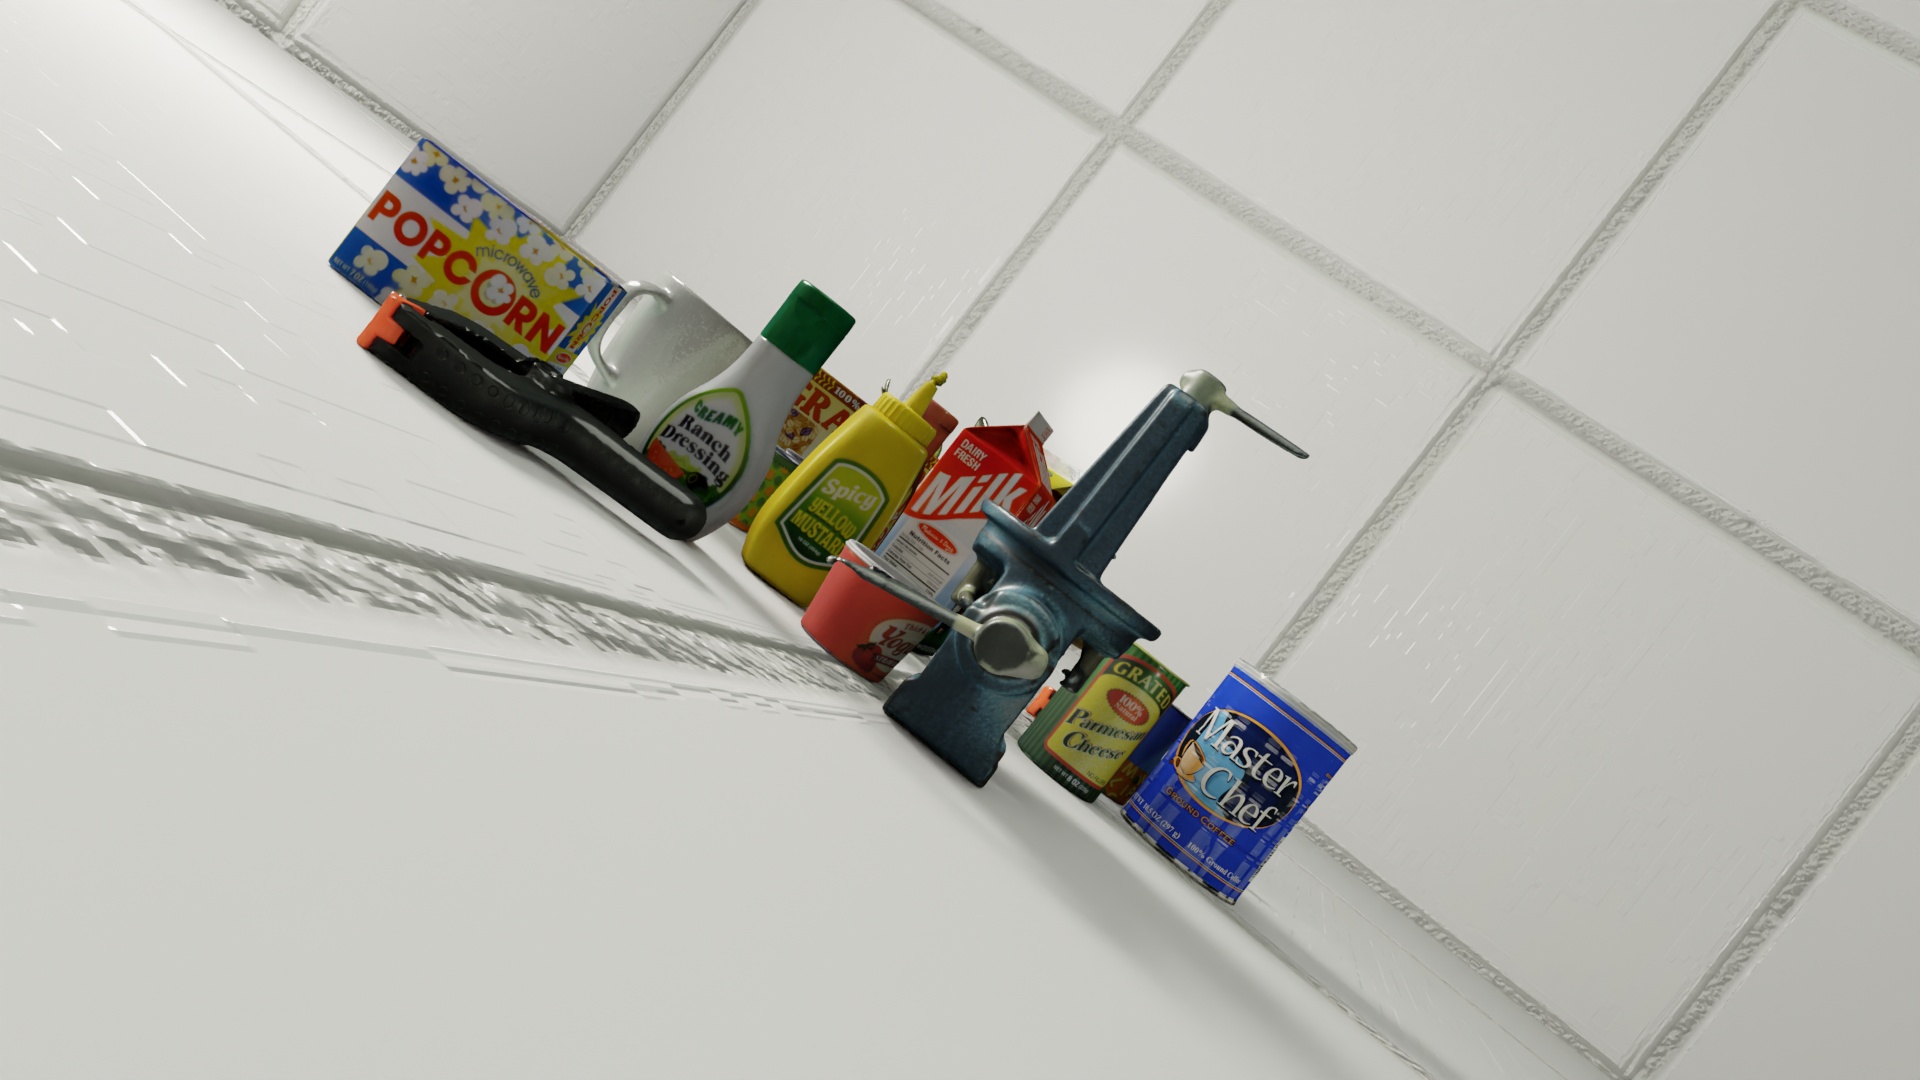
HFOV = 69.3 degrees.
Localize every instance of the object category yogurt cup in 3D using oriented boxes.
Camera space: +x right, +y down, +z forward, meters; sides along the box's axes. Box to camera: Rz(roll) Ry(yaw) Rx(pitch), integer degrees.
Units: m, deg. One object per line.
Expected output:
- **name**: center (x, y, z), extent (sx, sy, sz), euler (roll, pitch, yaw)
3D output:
- **yogurt cup**: center (-0.049, 0.040, 0.752), extent (0.072, 0.054, 0.072), euler (38, 1, -1)

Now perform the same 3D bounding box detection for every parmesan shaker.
- **parmesan shaker**: center (0.097, 0.117, 0.928), extent (0.071, 0.103, 0.071), euler (38, 1, -1)

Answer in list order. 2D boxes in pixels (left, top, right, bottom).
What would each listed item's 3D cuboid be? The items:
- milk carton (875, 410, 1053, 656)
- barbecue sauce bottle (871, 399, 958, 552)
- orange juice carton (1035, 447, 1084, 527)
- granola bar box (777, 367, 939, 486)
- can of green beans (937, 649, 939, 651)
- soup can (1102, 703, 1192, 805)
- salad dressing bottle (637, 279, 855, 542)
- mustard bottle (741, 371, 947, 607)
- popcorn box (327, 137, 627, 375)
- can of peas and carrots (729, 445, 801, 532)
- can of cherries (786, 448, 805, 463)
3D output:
- **milk carton**: center (0.004, -0.013, 1.011), extent (0.073, 0.190, 0.072), euler (38, 1, 14)
- **barbecue sauce bottle**: center (-0.060, -0.034, 0.948), extent (0.044, 0.148, 0.064), euler (38, 1, 34)
- **orange juice carton**: center (0.033, 0.003, 1.251), extent (0.073, 0.192, 0.072), euler (37, 1, -41)
- **granola bar box**: center (-0.115, -0.069, 1.238), extent (0.165, 0.124, 0.039), euler (38, 1, -18)
- **can of green beans**: center (-0.024, 0.047, 1.100), extent (0.071, 0.058, 0.071), euler (38, 1, -1)
- **soup can**: center (0.125, 0.148, 1.049), extent (0.071, 0.084, 0.071), euler (38, 1, -1)
- **salad dressing bottle**: center (-0.114, -0.069, 0.731), extent (0.064, 0.147, 0.044), euler (38, 1, 11)
- **mustard bottle**: center (-0.060, -0.038, 0.811), extent (0.065, 0.160, 0.049), euler (38, 1, -13)
- **popcorn box**: center (-0.257, -0.141, 0.742), extent (0.127, 0.085, 0.038), euler (38, 1, 0)
- **can of peas and carrots**: center (-0.149, -0.046, 0.944), extent (0.071, 0.058, 0.071), euler (38, 1, -1)
- **can of cherries**: center (-0.120, -0.026, 1.038), extent (0.071, 0.058, 0.071), euler (38, 1, -1)
